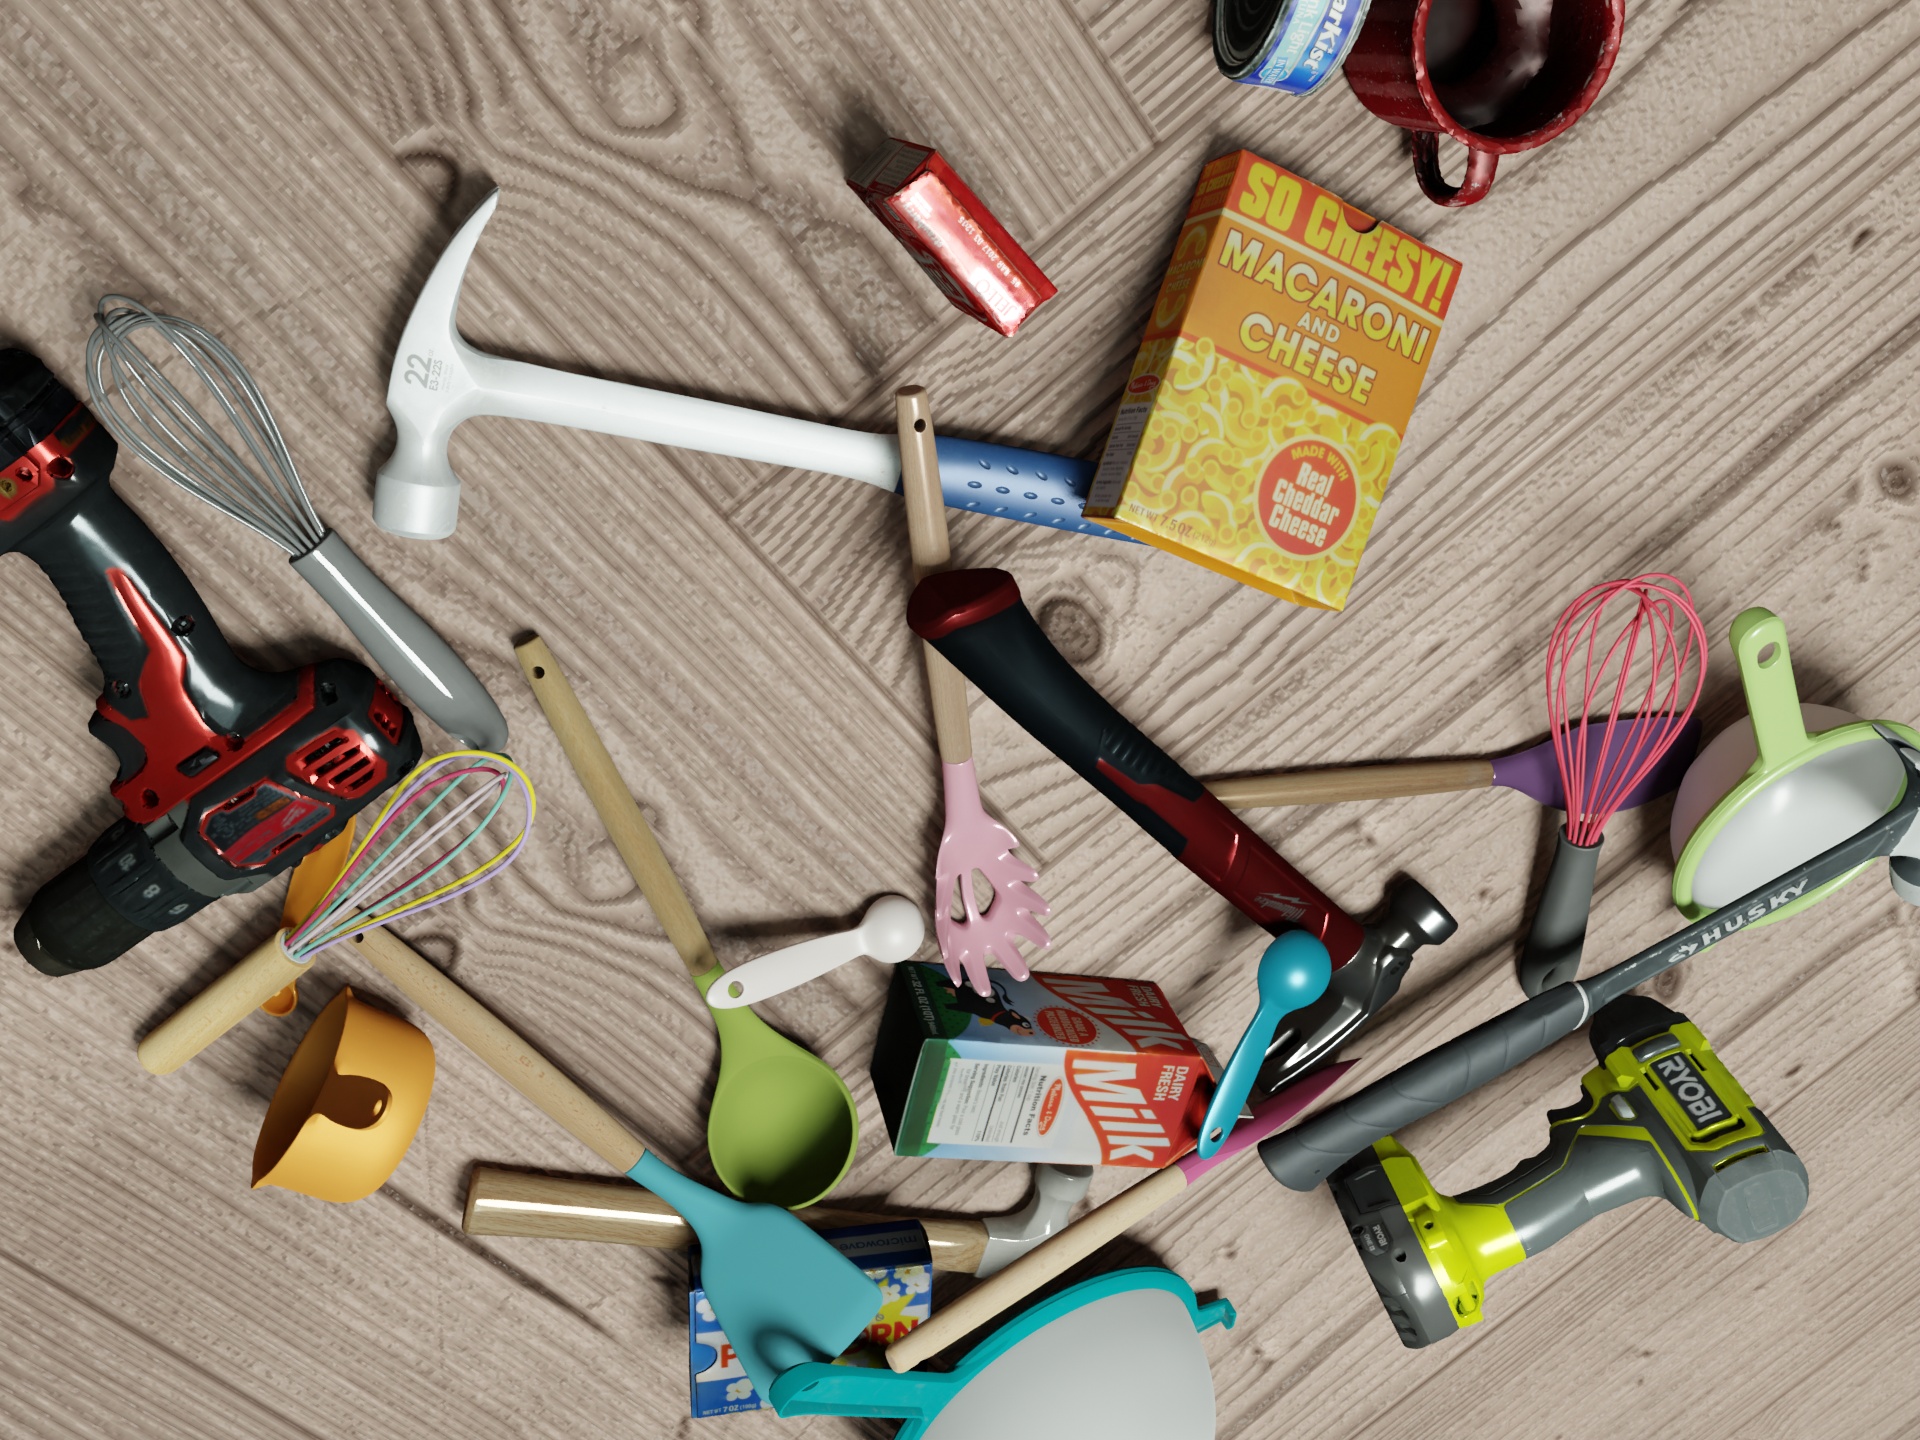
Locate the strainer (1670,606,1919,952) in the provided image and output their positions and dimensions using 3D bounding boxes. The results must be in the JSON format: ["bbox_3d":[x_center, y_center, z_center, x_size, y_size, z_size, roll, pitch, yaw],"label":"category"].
[{"bbox_3d":[0.417,0.011,0.835,0.151,0.069,0.256,-33,133,7],"label":"strainer"}]

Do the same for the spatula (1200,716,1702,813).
[{"bbox_3d":[0.258,0.032,0.851,0.316,0.018,0.059,-3,117,-14],"label":"spatula"}]

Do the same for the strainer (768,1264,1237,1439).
[{"bbox_3d":[0.032,0.389,0.839,0.211,0.095,0.340,-49,139,8],"label":"strainer"}]

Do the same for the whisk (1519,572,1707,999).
[{"bbox_3d":[0.331,0.046,0.841,0.073,0.073,0.295,-12,128,-10],"label":"whisk"}]

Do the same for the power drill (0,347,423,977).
[{"bbox_3d":[-0.359,-0.010,0.639,0.188,0.080,0.226,-35,120,2],"label":"power drill"}]

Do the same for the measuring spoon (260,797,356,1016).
[{"bbox_3d":[-0.299,0.084,0.731,0.021,0.011,0.117,23,103,-2],"label":"measuring spoon"}]

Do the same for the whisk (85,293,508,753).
[{"bbox_3d":[-0.263,-0.072,0.653,0.055,0.055,0.238,-34,121,1],"label":"whisk"}]

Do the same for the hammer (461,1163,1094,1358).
[{"bbox_3d":[-0.097,0.276,0.856,0.331,0.031,0.130,11,109,-19],"label":"hammer"}]

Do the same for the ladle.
[{"bbox_3d":[-0.134,0.103,0.758,0.078,0.062,0.320,-22,114,2],"label":"ladle"}]

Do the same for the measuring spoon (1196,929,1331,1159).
[{"bbox_3d":[0.155,0.168,0.807,0.042,0.021,0.128,25,90,-31],"label":"measuring spoon"}]

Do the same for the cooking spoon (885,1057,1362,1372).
[{"bbox_3d":[0.095,0.250,0.833,0.319,0.017,0.068,-23,162,-29],"label":"cooking spoon"}]

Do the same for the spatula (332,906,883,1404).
[{"bbox_3d":[-0.175,0.197,0.757,0.317,0.044,0.082,44,97,-12],"label":"spatula"}]

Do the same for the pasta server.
[{"bbox_3d":[-0.001,-0.002,0.733,0.060,0.040,0.316,-20,126,-18],"label":"pasta server"}]

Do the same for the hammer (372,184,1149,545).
[{"bbox_3d":[-0.036,-0.120,0.696,0.405,0.035,0.144,8,111,-18],"label":"hammer"}]

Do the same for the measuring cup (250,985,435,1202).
[{"bbox_3d":[-0.256,0.171,0.697,0.052,0.173,0.095,31,67,-28],"label":"measuring cup"}]

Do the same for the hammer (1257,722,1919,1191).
[{"bbox_3d":[0.342,0.141,0.845,0.409,0.036,0.149,-31,133,5],"label":"hammer"}]

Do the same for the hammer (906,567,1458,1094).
[{"bbox_3d":[0.099,0.059,0.777,0.143,0.038,0.385,-45,126,8],"label":"hammer"}]

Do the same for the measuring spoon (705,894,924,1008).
[{"bbox_3d":[-0.066,0.116,0.773,0.124,0.018,0.034,-17,99,-34],"label":"measuring spoon"}]

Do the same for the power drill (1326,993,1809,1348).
[{"bbox_3d":[0.320,0.240,0.885,0.223,0.171,0.080,-25,118,6],"label":"power drill"}]

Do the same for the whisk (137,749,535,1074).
[{"bbox_3d":[-0.281,0.086,0.702,0.245,0.051,0.047,-36,141,16],"label":"whisk"}]
